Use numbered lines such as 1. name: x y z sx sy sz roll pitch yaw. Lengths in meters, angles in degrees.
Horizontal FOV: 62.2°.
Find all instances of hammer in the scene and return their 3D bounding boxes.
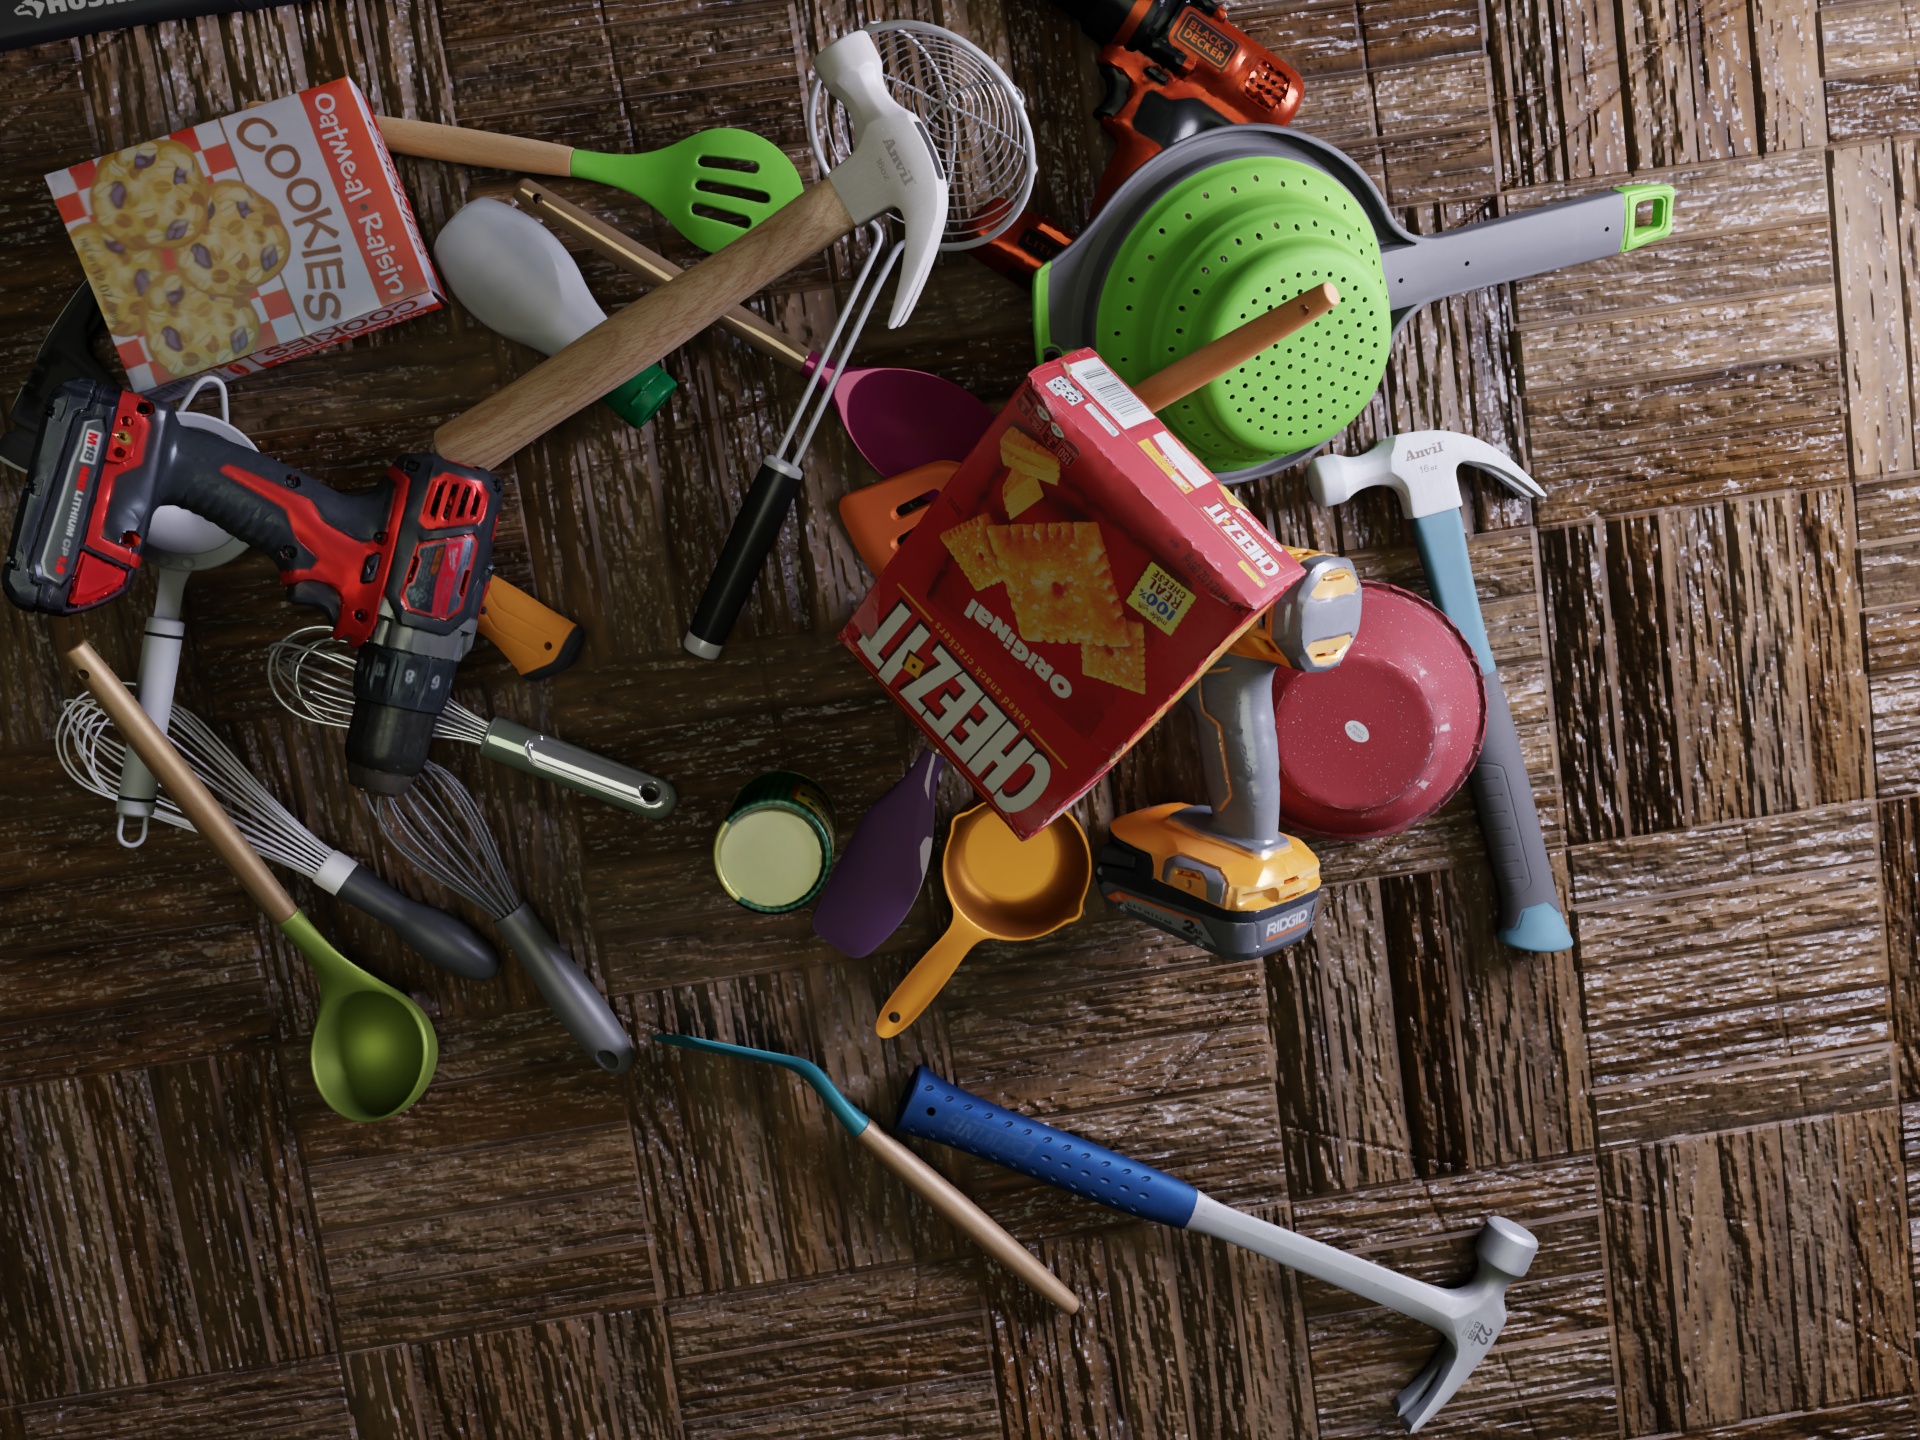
1. hammer: -0.420 -0.410 0.876 0.334 0.035 0.146 -11 98 -2
2. hammer: 0.312 -0.014 0.962 0.128 0.033 0.331 -16 97 0
3. hammer: -0.368 -0.125 0.912 0.337 0.034 0.127 29 95 -6
4. hammer: 0.150 0.313 0.989 0.405 0.035 0.144 23 95 -5
5. hammer: -0.152 -0.215 0.847 0.331 0.031 0.130 -26 100 22

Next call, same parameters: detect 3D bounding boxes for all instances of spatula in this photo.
1. spatula: -0.049 0.273 0.967 0.317 0.082 0.044 42 65 -11
2. spatula: 0.062 -0.150 0.853 0.322 0.041 0.081 -24 102 43
3. spatula: -0.002 -0.003 0.948 0.060 0.018 0.316 27 92 30

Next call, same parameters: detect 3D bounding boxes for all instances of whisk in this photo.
1. whisk: -0.391 0.070 0.923 0.284 0.070 0.070 35 94 -11
2. whisk: -0.282 0.005 0.926 0.246 0.059 0.058 22 67 -9
3. whisk: -0.268 0.116 0.939 0.055 0.055 0.239 -34 102 1

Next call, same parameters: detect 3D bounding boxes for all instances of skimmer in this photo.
1. skimmer: -0.078 -0.191 0.867 0.127 0.090 0.363 26 104 -2

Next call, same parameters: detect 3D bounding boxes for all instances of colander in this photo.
1. colander: 0.241 -0.233 0.877 0.397 0.095 0.204 -16 121 -10

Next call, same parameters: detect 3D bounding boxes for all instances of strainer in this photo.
1. strainer: -0.434 -0.059 0.866 0.086 0.050 0.258 9 90 -39

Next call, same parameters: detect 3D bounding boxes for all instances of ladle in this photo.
1. ladle: -0.392 0.095 0.878 0.078 0.062 0.320 -20 118 12

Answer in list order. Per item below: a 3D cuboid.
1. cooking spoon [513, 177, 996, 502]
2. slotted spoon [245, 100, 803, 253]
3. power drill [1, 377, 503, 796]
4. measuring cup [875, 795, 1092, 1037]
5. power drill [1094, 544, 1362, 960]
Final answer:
1. cooking spoon: -0.111 -0.220 0.915 0.318 0.017 0.068 30 102 -10
2. slotted spoon: -0.246 -0.318 0.901 0.313 0.031 0.070 8 103 -3
3. power drill: -0.366 -0.068 0.833 0.226 0.080 0.188 14 90 -28
4. measuring cup: 0.005 0.115 0.951 0.095 0.052 0.173 38 95 -6
5. power drill: 0.129 0.001 0.905 0.084 0.185 0.226 -13 113 -39
